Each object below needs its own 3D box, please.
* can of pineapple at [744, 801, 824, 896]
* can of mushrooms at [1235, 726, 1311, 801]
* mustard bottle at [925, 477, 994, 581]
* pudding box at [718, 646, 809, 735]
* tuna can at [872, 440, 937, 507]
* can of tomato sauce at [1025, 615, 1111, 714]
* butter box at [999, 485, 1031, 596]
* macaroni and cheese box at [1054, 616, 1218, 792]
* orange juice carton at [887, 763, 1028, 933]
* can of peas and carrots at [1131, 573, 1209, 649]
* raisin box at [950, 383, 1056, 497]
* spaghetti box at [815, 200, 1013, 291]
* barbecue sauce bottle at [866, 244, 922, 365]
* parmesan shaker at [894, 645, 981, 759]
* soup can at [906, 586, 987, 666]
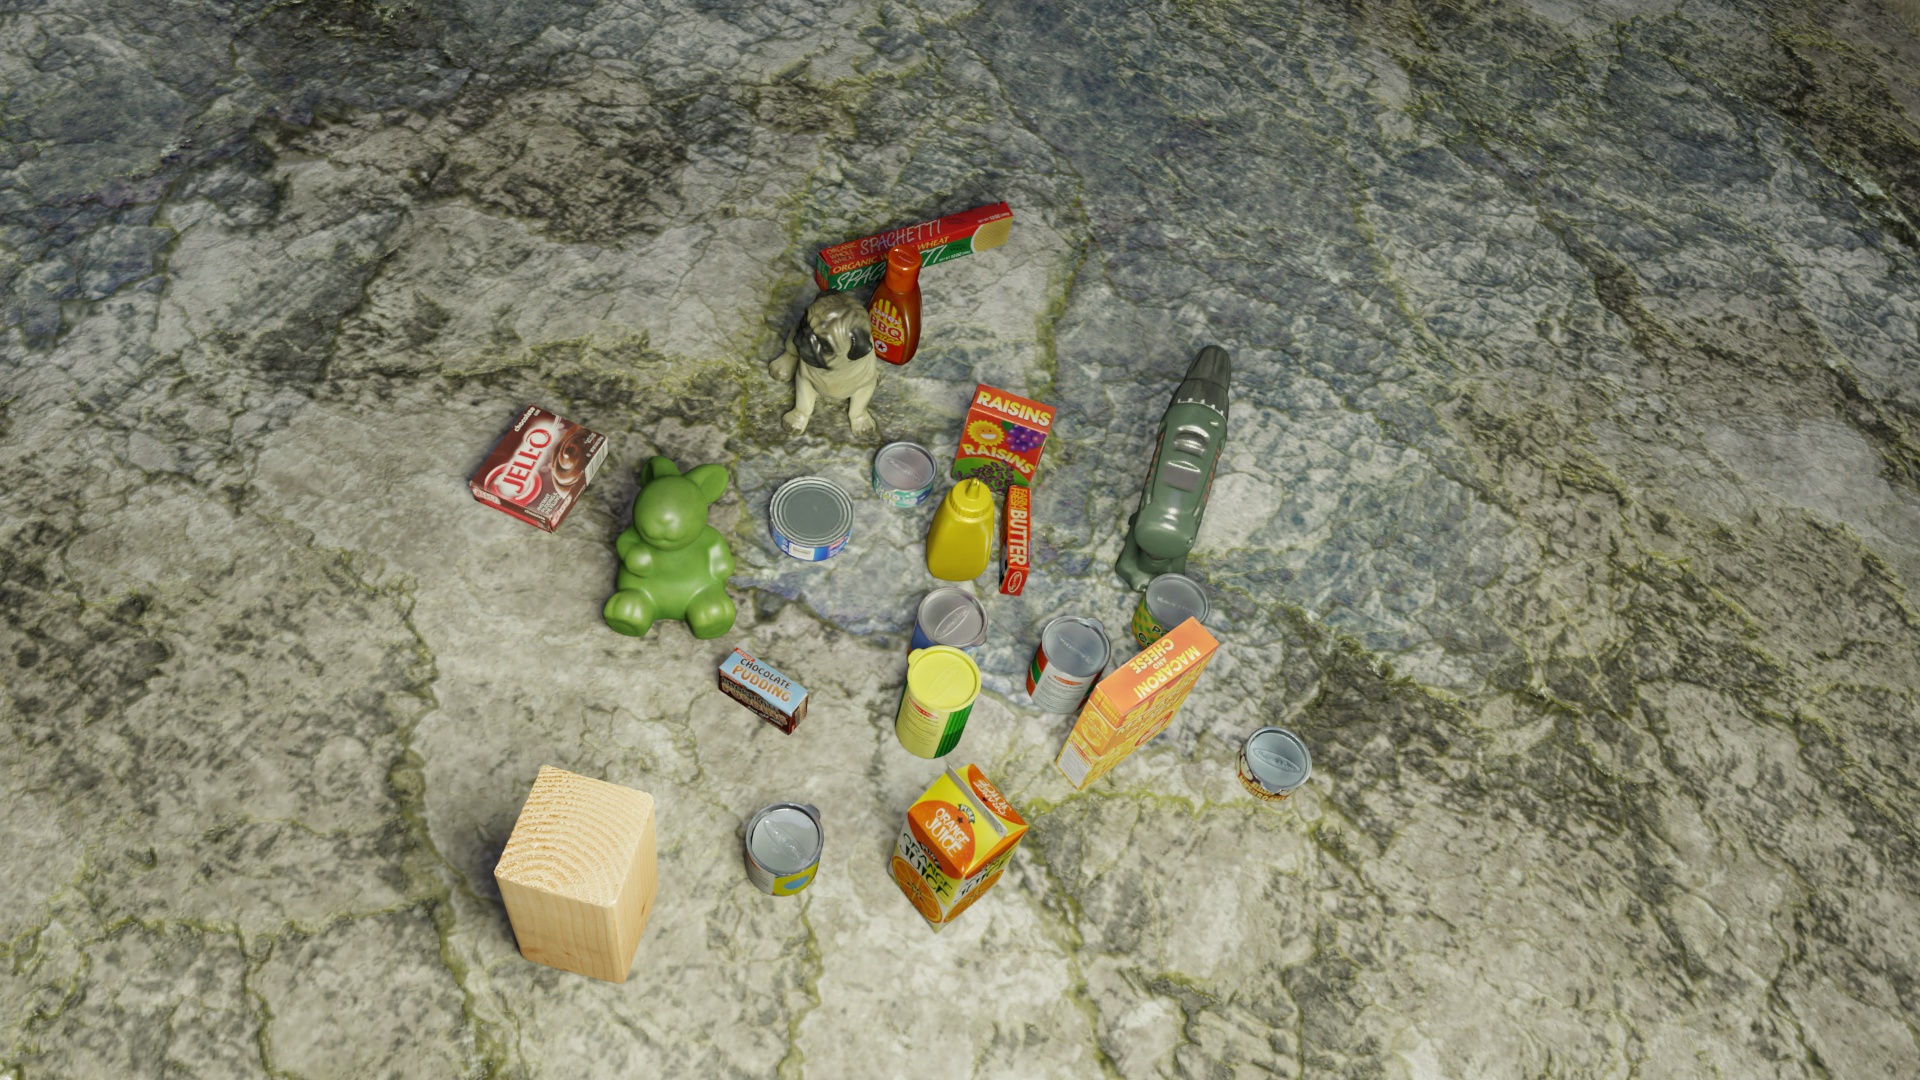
[{"bbox_3d":[-0.152,0.267,1.203,0.071,0.057,0.071,5,56,-8],"label":"can of pineapple"},{"bbox_3d":[0.301,0.218,1.340,0.071,0.033,0.071,5,56,-8],"label":"can of mushrooms"},{"bbox_3d":[0.005,-0.017,1.361,0.065,0.159,0.049,3,57,-9],"label":"mustard bottle"},{"bbox_3d":[-0.182,0.139,1.287,0.084,0.049,0.030,31,57,10],"label":"pudding box"},{"bbox_3d":[-0.061,-0.067,1.458,0.071,0.032,0.071,5,56,-8],"label":"tuna can"},{"bbox_3d":[0.103,0.119,1.336,0.071,0.082,0.071,5,56,-8],"label":"can of tomato sauce"},{"bbox_3d":[0.056,0.000,1.424,0.024,0.052,0.104,7,56,-7],"label":"butter box"},{"bbox_3d":[0.161,0.153,1.275,0.124,0.165,0.040,-31,68,-27],"label":"macaroni and cheese box"},{"bbox_3d":[-0.002,0.252,1.162,0.073,0.191,0.072,-32,68,-27],"label":"orange juice carton"},{"bbox_3d":[0.211,0.078,1.400,0.071,0.058,0.071,5,56,-8],"label":"can of peas and carrots"},{"bbox_3d":[0.044,-0.101,1.446,0.086,0.122,0.040,19,56,2],"label":"raisin box"},{"bbox_3d":[-0.053,-0.345,1.633,0.251,0.050,0.029,-21,63,-23],"label":"spaghetti box"},{"bbox_3d":[-0.070,-0.258,1.512,0.065,0.147,0.044,32,57,10],"label":"barbecue sauce bottle"},{"bbox_3d":[-0.024,0.148,1.280,0.071,0.102,0.071,5,56,-8],"label":"parmesan shaker"},{"bbox_3d":[-0.012,0.096,1.329,0.071,0.083,0.072,5,56,-8],"label":"soup can"}]
